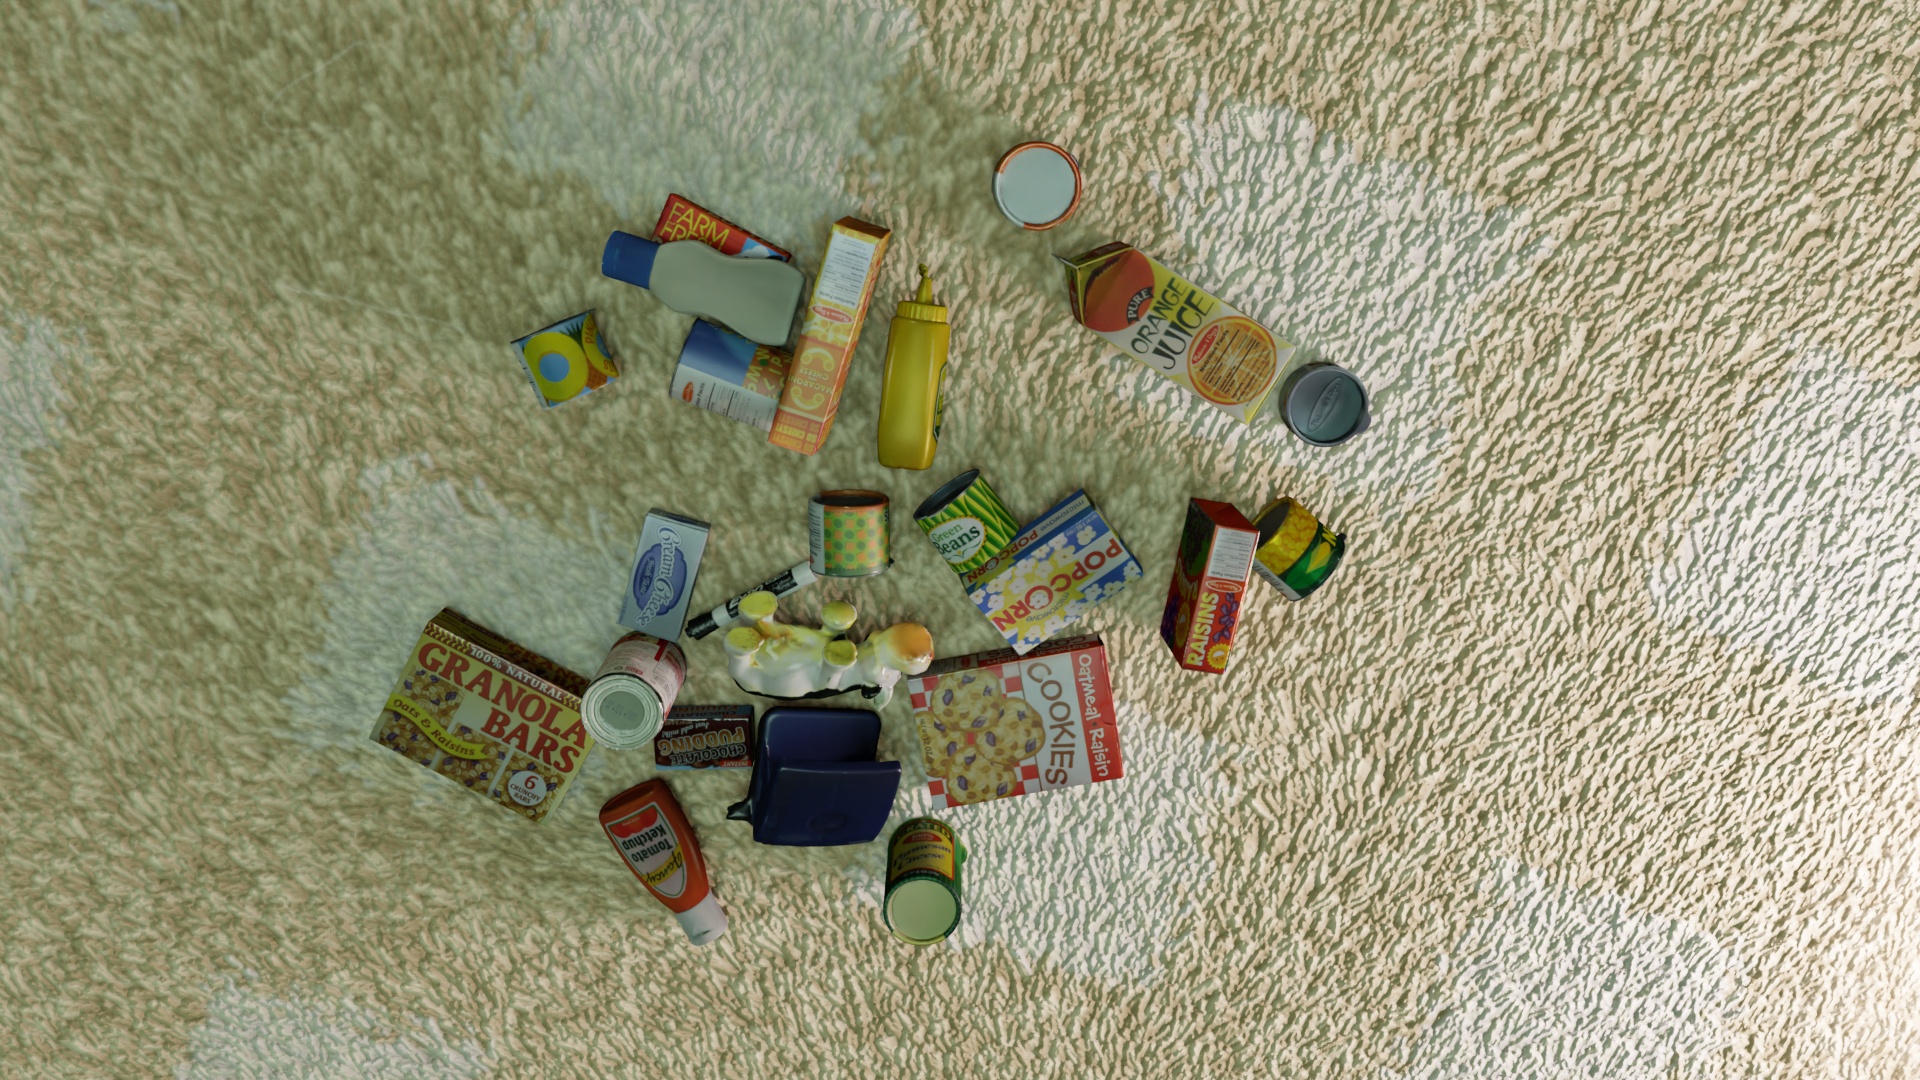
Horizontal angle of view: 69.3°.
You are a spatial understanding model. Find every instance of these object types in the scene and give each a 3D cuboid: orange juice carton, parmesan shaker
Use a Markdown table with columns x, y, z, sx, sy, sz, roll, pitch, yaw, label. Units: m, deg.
| x | y | z | sx | sy | sz | roll | pitch | yaw | label |
| --- | --- | --- | --- | --- | --- | --- | --- | --- | --- |
| 0.155 | -0.172 | 1.078 | 0.193 | 0.072 | 0.073 | 29 | 103 | -8 | orange juice carton |
| -0.028 | 0.289 | 1.183 | 0.071 | 0.103 | 0.071 | 0 | 105 | -1 | parmesan shaker |

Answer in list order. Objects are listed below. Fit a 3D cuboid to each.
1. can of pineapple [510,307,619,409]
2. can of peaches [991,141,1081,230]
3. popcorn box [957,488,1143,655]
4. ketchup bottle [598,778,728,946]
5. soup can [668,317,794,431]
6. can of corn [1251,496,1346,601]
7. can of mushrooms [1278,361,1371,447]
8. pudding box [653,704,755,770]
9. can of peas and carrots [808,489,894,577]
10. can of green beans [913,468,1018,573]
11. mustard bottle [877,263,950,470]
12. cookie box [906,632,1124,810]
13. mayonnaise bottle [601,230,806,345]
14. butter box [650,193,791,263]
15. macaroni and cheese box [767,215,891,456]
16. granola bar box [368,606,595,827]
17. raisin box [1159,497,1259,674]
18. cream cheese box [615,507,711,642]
| x | y | z | sx | sy | sz | roll | pitch | yaw | label |
| --- | --- | --- | --- | --- | --- | --- | --- | --- | --- |
| -0.306 | -0.142 | 1.083 | 0.071 | 0.071 | 0.057 | -21 | 105 | 5 | can of pineapple |
| 0.059 | -0.271 | 1.057 | 0.071 | 0.058 | 0.071 | 0 | 105 | 0 | can of peaches |
| 0.074 | 0.027 | 1.134 | 0.126 | 0.038 | 0.085 | -34 | 126 | 8 | popcorn box |
| -0.253 | 0.283 | 1.210 | 0.065 | 0.044 | 0.148 | -25 | 105 | 6 | ketchup bottle |
| -0.177 | -0.131 | 1.089 | 0.084 | 0.071 | 0.071 | 20 | 104 | -7 | soup can |
| 0.269 | 0.004 | 1.130 | 0.058 | 0.071 | 0.071 | 39 | 101 | -10 | can of corn |
| 0.293 | -0.109 | 1.116 | 0.071 | 0.033 | 0.071 | 0 | 104 | -1 | can of mushrooms |
| -0.219 | 0.168 | 1.186 | 0.084 | 0.030 | 0.049 | 0 | 106 | -1 | pudding box |
| -0.087 | -0.007 | 1.123 | 0.071 | 0.071 | 0.058 | 0 | 105 | -1 | can of peas and carrots |
| 0.005 | -0.015 | 1.121 | 0.071 | 0.071 | 0.057 | -34 | 103 | 8 | can of green beans |
| -0.035 | -0.136 | 1.090 | 0.049 | 0.065 | 0.159 | 7 | 101 | 2 | mustard bottle |
| 0.047 | 0.154 | 1.180 | 0.167 | 0.040 | 0.122 | -10 | 105 | 2 | cookie box |
| -0.195 | -0.197 | 1.057 | 0.148 | 0.041 | 0.064 | 17 | 98 | -4 | mayonnaise bottle |
| -0.189 | -0.224 | 1.084 | 0.103 | 0.024 | 0.053 | 27 | 104 | -8 | butter box |
| -0.097 | -0.157 | 1.051 | 0.040 | 0.124 | 0.166 | 18 | 105 | -4 | macaroni and cheese box |
| -0.393 | 0.150 | 1.174 | 0.165 | 0.039 | 0.124 | 29 | 103 | -8 | granola bar box |
| 0.201 | 0.036 | 1.127 | 0.040 | 0.086 | 0.123 | 9 | 105 | -8 | raisin box |
| -0.246 | 0.029 | 1.151 | 0.053 | 0.024 | 0.103 | 17 | 104 | -6 | cream cheese box |
